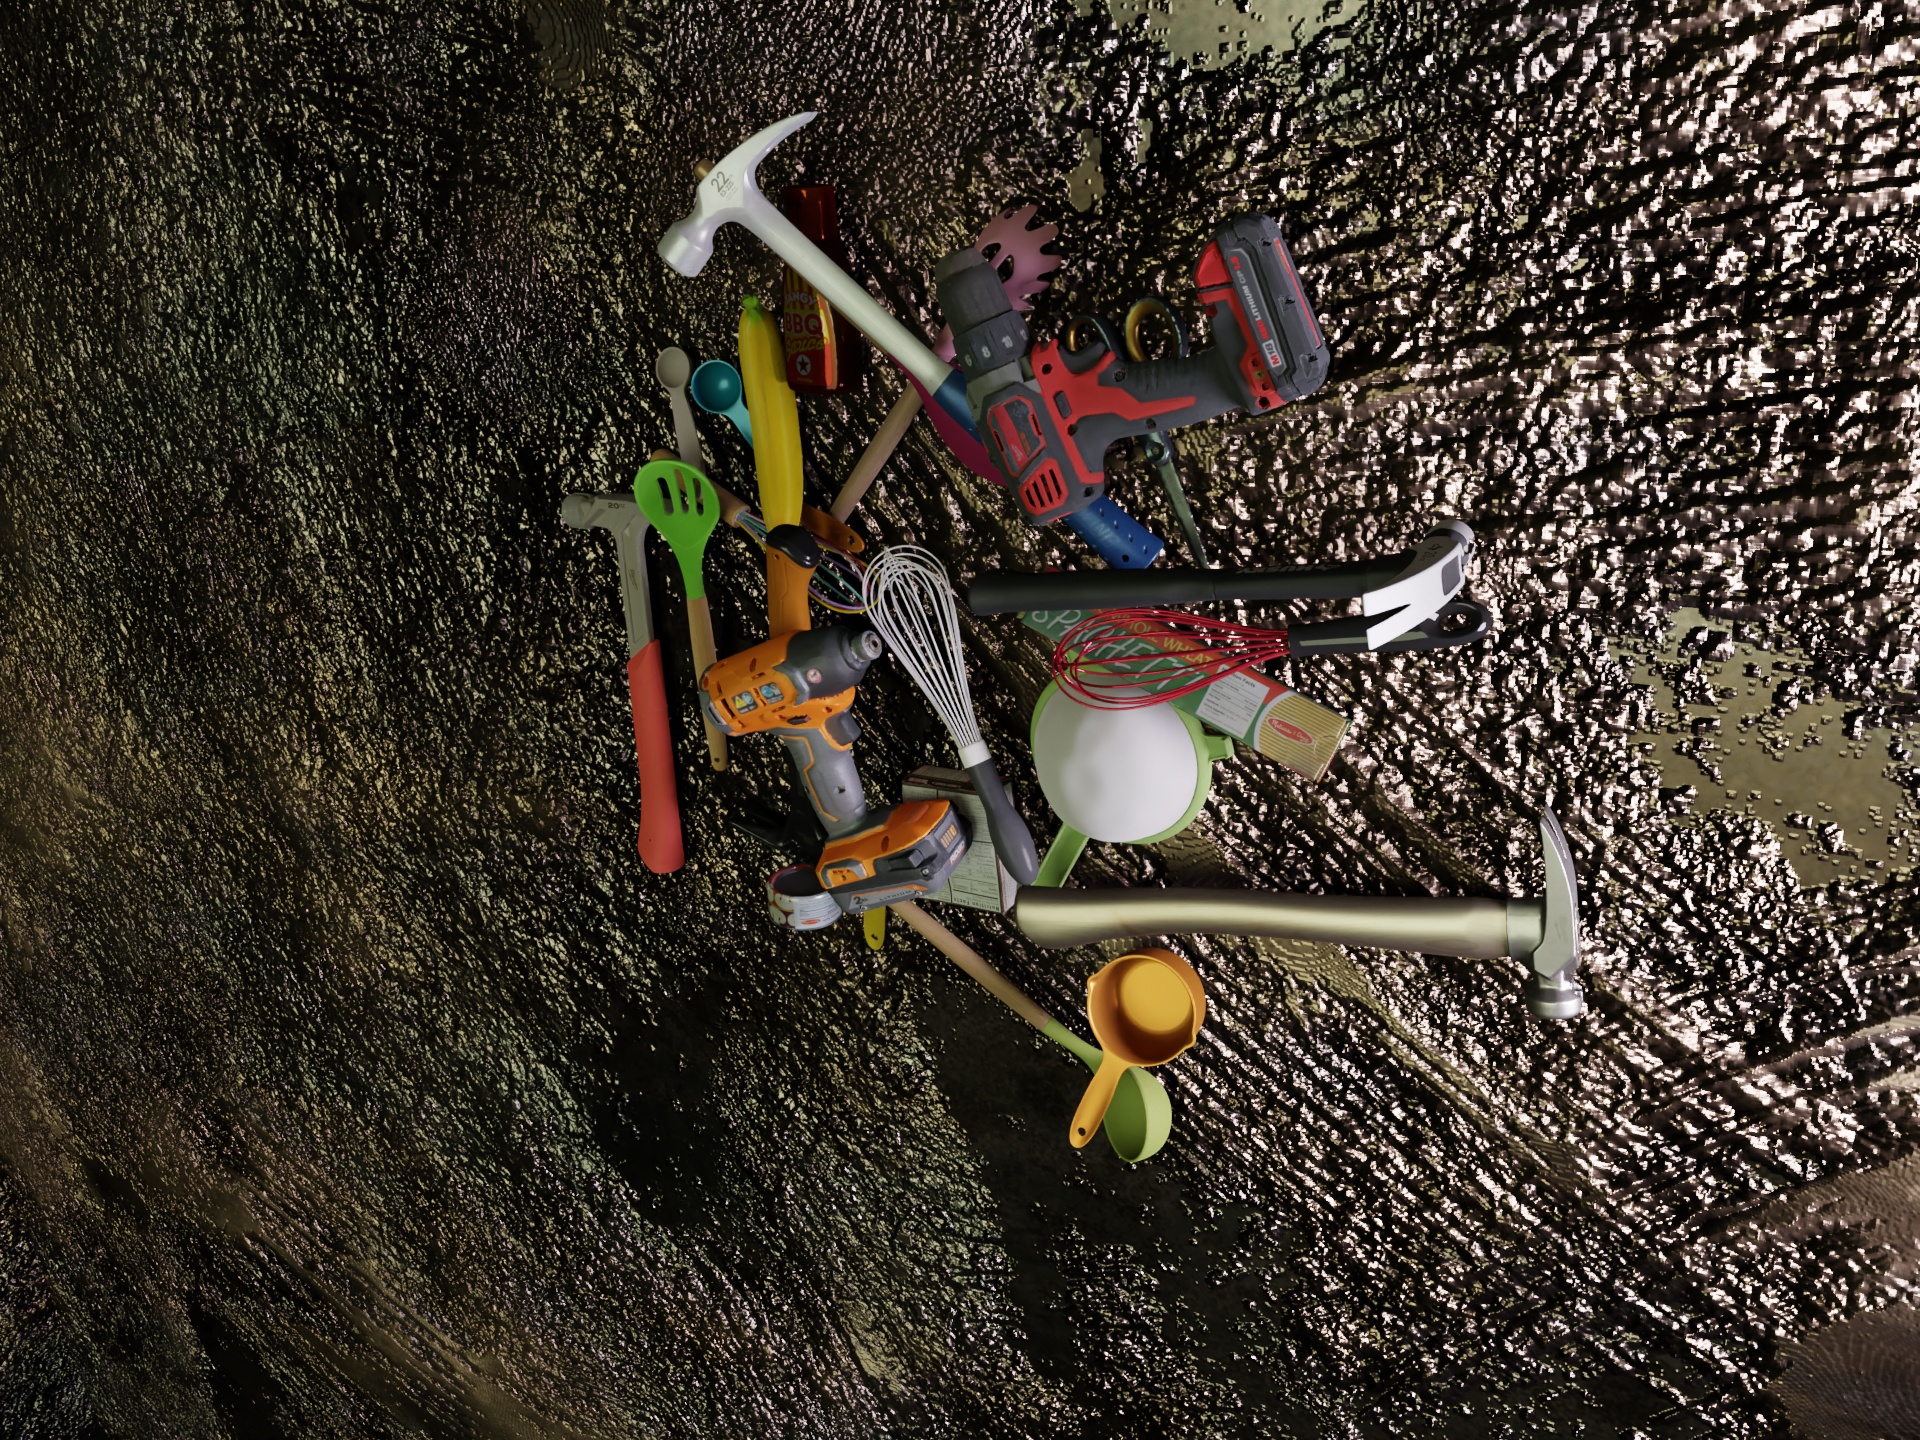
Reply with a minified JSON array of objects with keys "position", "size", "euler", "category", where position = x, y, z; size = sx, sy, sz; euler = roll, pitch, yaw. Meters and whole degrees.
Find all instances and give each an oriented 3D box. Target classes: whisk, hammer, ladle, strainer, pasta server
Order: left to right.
[{"position":[-0.275,-0.026,1.432],"size":[0.149,0.037,0.358],"euler":[11,116,29],"category":"hammer"},{"position":[-0.161,-0.157,1.301],"size":[0.245,0.051,0.047],"euler":[35,91,20],"category":"whisk"},{"position":[-0.141,-0.016,1.310],"size":[0.127,0.034,0.336],"euler":[23,134,23],"category":"hammer"},{"position":[-0.027,-0.247,1.179],"size":[0.060,0.040,0.316],"euler":[46,132,7],"category":"pasta server"},{"position":[-0.016,-0.247,1.108],"size":[0.405,0.035,0.144],"euler":[41,114,-6],"category":"hammer"},{"position":[-0.002,-0.004,1.230],"size":[0.070,0.070,0.284],"euler":[-23,90,38],"category":"whisk"},{"position":[0.044,0.243,1.321],"size":[0.320,0.062,0.078],"euler":[38,140,9],"category":"ladle"},{"position":[0.088,0.075,1.220],"size":[0.151,0.069,0.256],"euler":[35,124,15],"category":"strainer"},{"position":[0.154,-0.087,1.047],"size":[0.335,0.146,0.035],"euler":[0,114,31],"category":"hammer"},{"position":[0.203,-0.052,1.071],"size":[0.296,0.073,0.073],"euler":[-6,108,19],"category":"whisk"},{"position":[0.228,0.132,1.151],"size":[0.411,0.038,0.146],"euler":[-1,109,27],"category":"hammer"}]

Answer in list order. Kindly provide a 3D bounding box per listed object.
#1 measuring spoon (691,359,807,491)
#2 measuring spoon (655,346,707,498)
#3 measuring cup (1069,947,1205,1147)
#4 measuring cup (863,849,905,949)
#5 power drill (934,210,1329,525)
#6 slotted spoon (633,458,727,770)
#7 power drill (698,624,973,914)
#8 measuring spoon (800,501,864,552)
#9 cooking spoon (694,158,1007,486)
[{"position":[-0.166,-0.235,1.281],"size":[0.042,0.021,0.128],"euler":[-38,97,15],"category":"measuring spoon"},{"position":[-0.221,-0.243,1.299],"size":[0.034,0.018,0.124],"euler":[-8,96,29],"category":"measuring spoon"},{"position":[0.132,0.259,1.260],"size":[0.095,0.052,0.173],"euler":[29,106,18],"category":"measuring cup"},{"position":[-0.066,0.141,1.385],"size":[0.062,0.029,0.156],"euler":[25,134,20],"category":"measuring cup"},{"position":[0.102,-0.248,1.024],"size":[0.226,0.080,0.188],"euler":[-21,99,23],"category":"power drill"},{"position":[-0.223,-0.085,1.350],"size":[0.070,0.031,0.313],"euler":[3,126,8],"category":"slotted spoon"},{"position":[-0.085,0.031,1.234],"size":[0.164,0.084,0.226],"euler":[-19,110,36],"category":"power drill"},{"position":[-0.115,-0.162,1.268],"size":[0.117,0.011,0.021],"euler":[33,126,32],"category":"measuring spoon"},{"position":[-0.067,-0.284,1.136],"size":[0.319,0.017,0.068],"euler":[43,132,-7],"category":"cooking spoon"}]
